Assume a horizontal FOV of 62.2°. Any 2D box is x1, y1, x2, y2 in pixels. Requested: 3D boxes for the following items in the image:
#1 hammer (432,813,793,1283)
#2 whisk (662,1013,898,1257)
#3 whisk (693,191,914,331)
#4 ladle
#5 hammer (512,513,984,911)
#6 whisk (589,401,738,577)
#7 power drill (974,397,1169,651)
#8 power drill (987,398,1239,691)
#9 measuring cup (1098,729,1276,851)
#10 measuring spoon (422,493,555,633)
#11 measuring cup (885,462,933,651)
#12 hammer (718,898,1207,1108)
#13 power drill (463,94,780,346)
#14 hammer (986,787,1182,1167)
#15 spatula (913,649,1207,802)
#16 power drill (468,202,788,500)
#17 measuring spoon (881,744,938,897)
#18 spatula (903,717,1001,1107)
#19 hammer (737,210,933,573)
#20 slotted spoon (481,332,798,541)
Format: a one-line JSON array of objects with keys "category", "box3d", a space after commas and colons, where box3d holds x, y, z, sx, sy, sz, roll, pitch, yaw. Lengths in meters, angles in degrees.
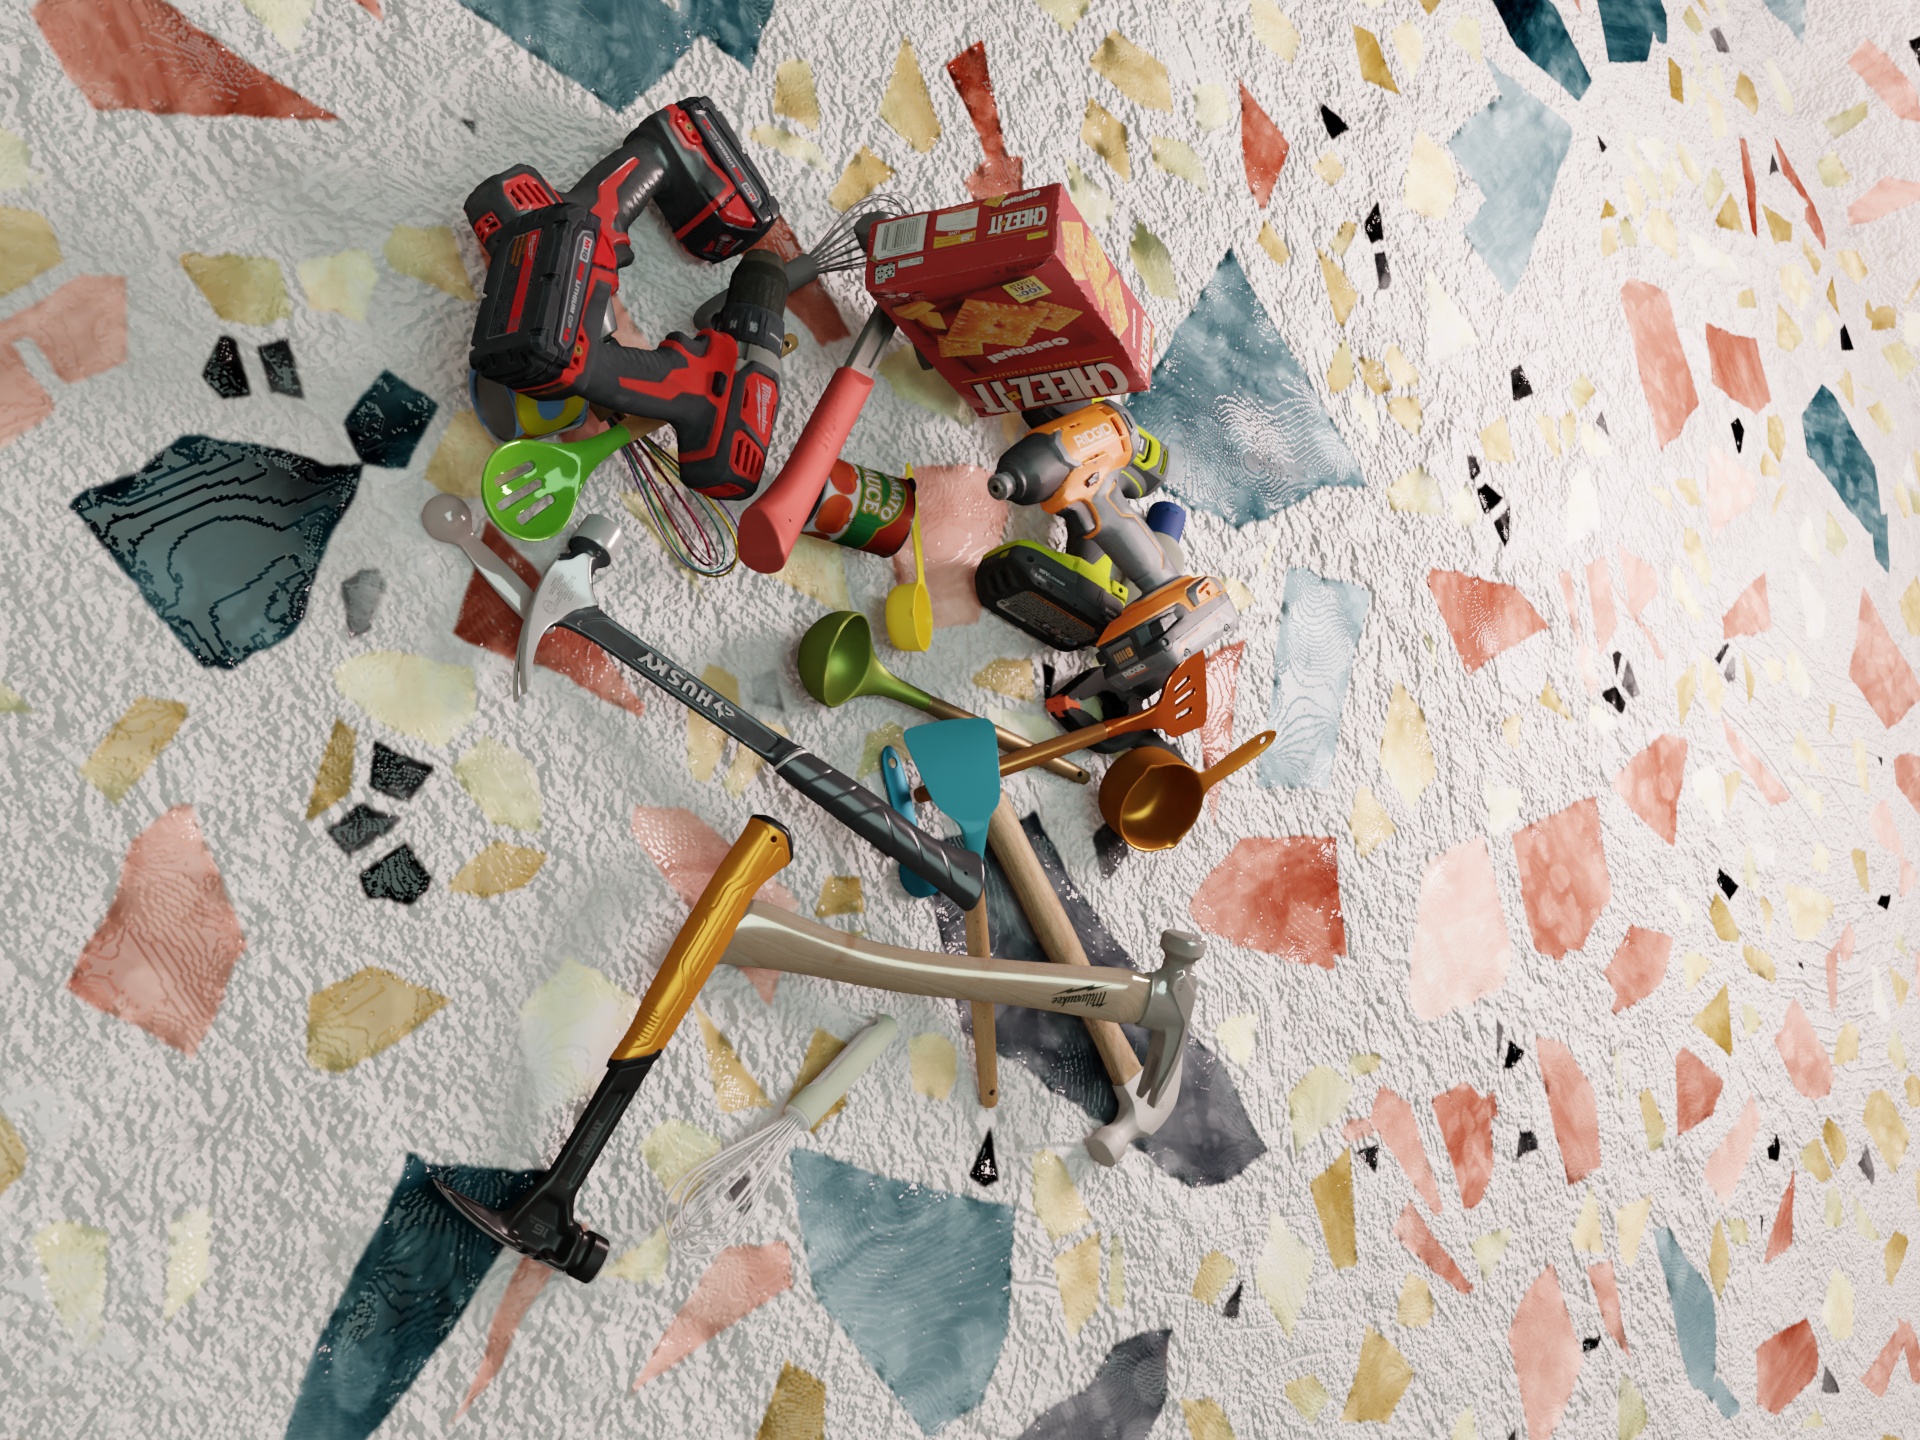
[{"category": "hammer", "box3d": [-0.220, 0.208, 1.101, 0.127, 0.034, 0.337, 39, 69, -25]}, {"category": "whisk", "box3d": [-0.127, 0.299, 1.175, 0.059, 0.058, 0.246, 54, 51, -6]}, {"category": "whisk", "box3d": [-0.124, -0.372, 1.296, 0.239, 0.055, 0.055, -38, 104, -30]}, {"category": "ladle", "box3d": [-0.002, -0.004, 1.314, 0.319, 0.062, 0.078, 25, 82, -33]}, {"category": "hammer", "box3d": [-0.144, 0.022, 1.180, 0.408, 0.036, 0.149, 36, 58, -17]}, {"category": "whisk", "box3d": [-0.248, -0.207, 1.181, 0.051, 0.047, 0.245, -43, 103, -33]}, {"category": "power drill", "box3d": [0.094, -0.189, 1.407, 0.171, 0.080, 0.223, 28, 63, -29]}, {"category": "power drill", "box3d": [0.119, -0.144, 1.314, 0.164, 0.084, 0.226, -30, 91, -41]}, {"category": "measuring cup", "box3d": [0.200, 0.046, 1.420, 0.173, 0.052, 0.095, -31, 125, -14]}, {"category": "measuring spoon", "box3d": [-0.326, -0.109, 1.116, 0.124, 0.018, 0.034, 50, 57, -20]}, {"category": "measuring cup", "box3d": [-0.047, -0.133, 1.304, 0.062, 0.029, 0.156, 11, 74, -76]}, {"category": "hammer", "box3d": [0.002, 0.211, 1.250, 0.410, 0.038, 0.146, 12, 93, -23]}, {"category": "power drill", "box3d": [-0.243, -0.361, 1.172, 0.220, 0.078, 0.143, -44, 107, -38]}, {"category": "hammer", "box3d": [0.096, 0.207, 1.363, 0.130, 0.031, 0.331, -33, 101, -35]}, {"category": "spatula", "box3d": [0.097, 0.014, 1.364, 0.322, 0.041, 0.081, -18, 114, -26]}, {"category": "power drill", "box3d": [-0.210, -0.274, 1.103, 0.226, 0.080, 0.188, 21, 75, -47]}, {"category": "measuring spoon", "box3d": [-0.039, 0.081, 1.290, 0.042, 0.021, 0.128, -18, 94, -37]}, {"category": "spatula", "box3d": [0.009, 0.158, 1.289, 0.082, 0.044, 0.317, -8, 99, -27]}, {"category": "hammer", "box3d": [-0.088, -0.235, 1.219, 0.149, 0.037, 0.359, 63, 34, -39]}, {"category": "slotted spoon", "box3d": [-0.226, -0.217, 1.157, 0.314, 0.031, 0.070, -41, 112, -37]}]
